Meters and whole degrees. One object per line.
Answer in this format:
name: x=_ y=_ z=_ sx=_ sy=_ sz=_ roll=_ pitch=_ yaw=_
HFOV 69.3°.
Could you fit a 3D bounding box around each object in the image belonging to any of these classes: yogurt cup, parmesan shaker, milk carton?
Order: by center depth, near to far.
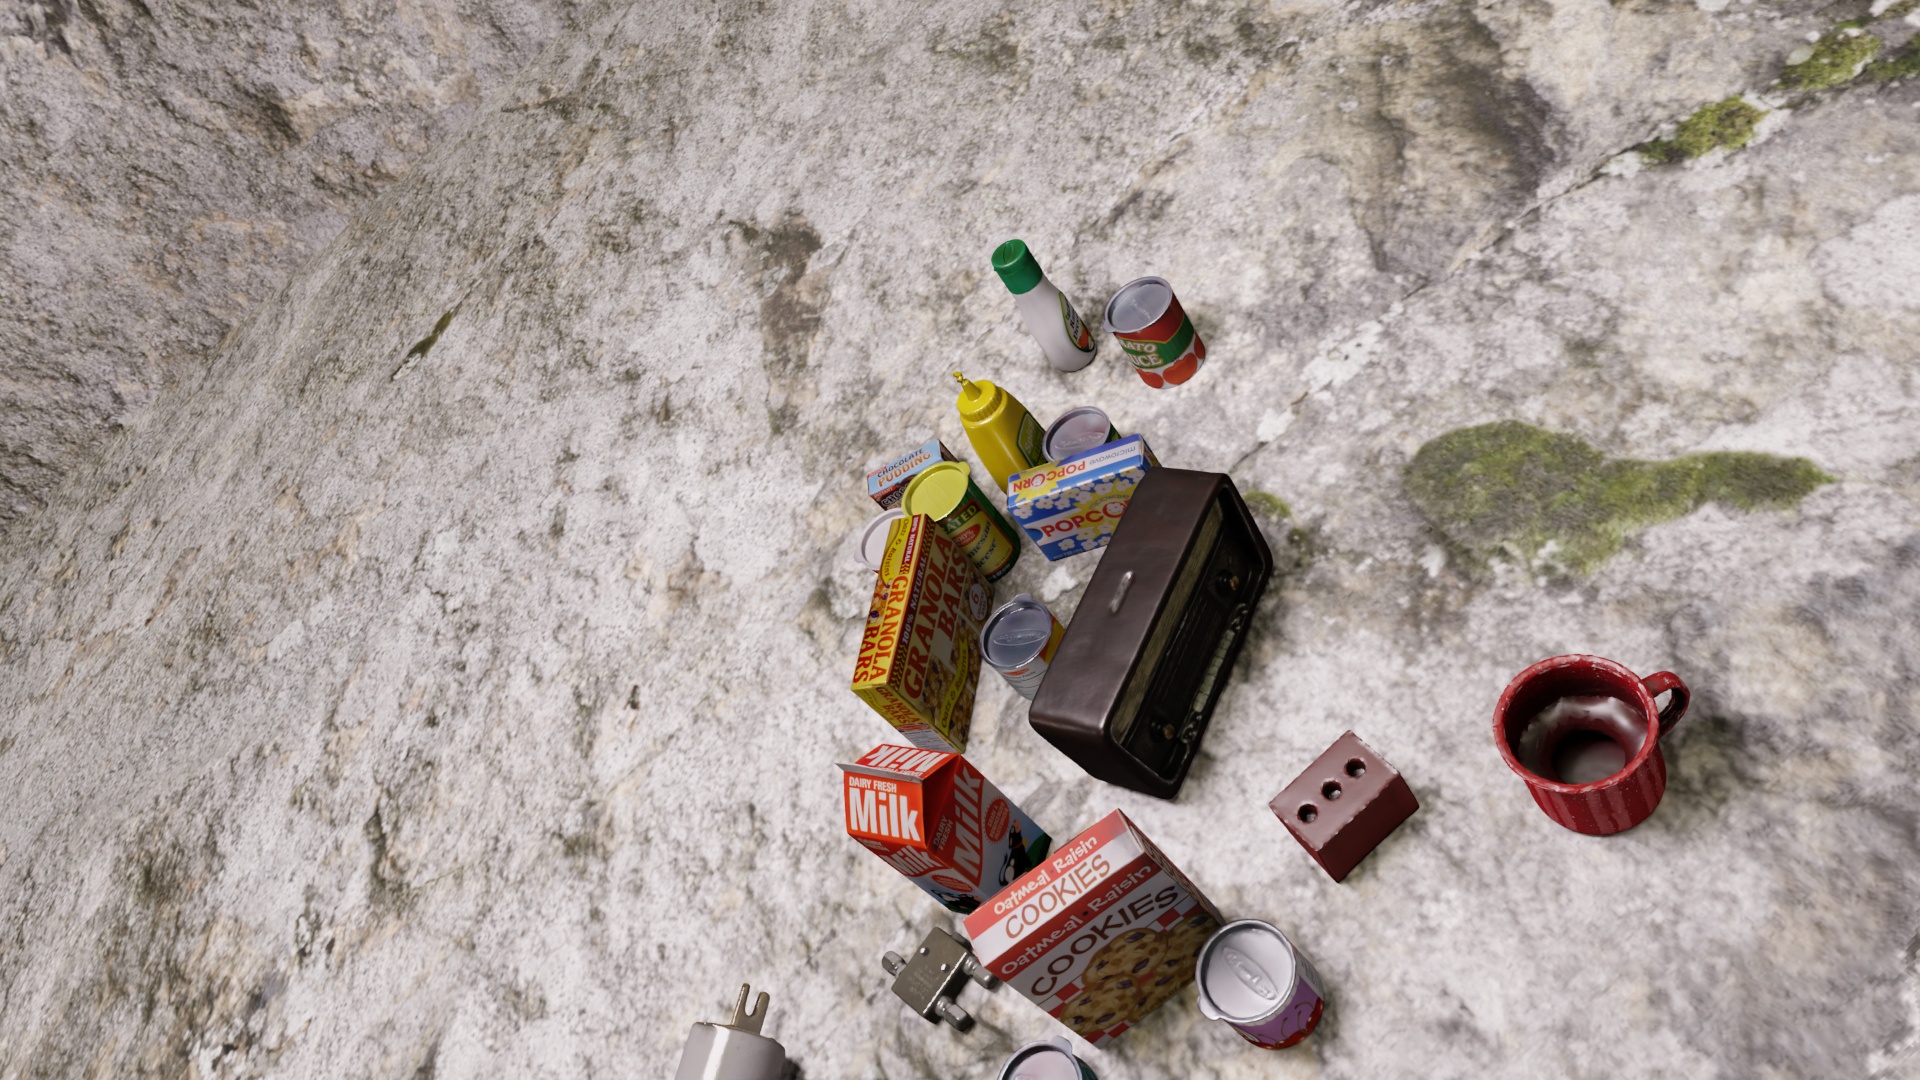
milk carton: x=-0.014 y=0.205 z=1.002 sx=0.072 sy=0.190 sz=0.074 roll=0 pitch=57 yaw=36
parmesan shaker: x=0.004 y=-0.015 z=1.233 sx=0.071 sy=0.102 sz=0.072 roll=-19 pitch=47 yaw=22
yogurt cup: x=-0.053 y=0.011 z=1.289 sx=0.072 sy=0.053 sz=0.073 roll=-19 pitch=47 yaw=22

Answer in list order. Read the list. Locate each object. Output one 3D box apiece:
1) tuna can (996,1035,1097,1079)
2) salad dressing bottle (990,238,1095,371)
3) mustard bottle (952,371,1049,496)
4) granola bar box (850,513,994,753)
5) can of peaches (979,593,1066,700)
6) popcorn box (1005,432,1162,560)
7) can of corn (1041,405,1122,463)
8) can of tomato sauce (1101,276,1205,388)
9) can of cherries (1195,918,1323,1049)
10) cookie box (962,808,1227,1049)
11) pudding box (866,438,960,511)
tuna can: x=0.060 y=0.370 z=0.929 sx=0.071 sy=0.032 sz=0.071 roll=-19 pitch=47 yaw=22
salad dressing bottle: x=0.078 y=-0.222 z=1.317 sx=0.044 sy=0.147 sz=0.064 roll=-17 pitch=48 yaw=24
mustard bottle: x=0.037 y=-0.097 z=1.235 sx=0.049 sy=0.159 sz=0.065 roll=-6 pitch=53 yaw=32
granola bar box: x=-0.027 y=0.079 z=1.163 sx=0.039 sy=0.124 sz=0.166 roll=-10 pitch=51 yaw=30
can of peaches: x=0.059 y=0.088 z=1.143 sx=0.071 sy=0.058 sz=0.071 roll=-19 pitch=47 yaw=22
popcorn box: x=0.114 y=-0.035 z=1.184 sx=0.126 sy=0.085 sz=0.038 roll=-18 pitch=48 yaw=24
can of corn: x=0.114 y=-0.074 z=1.236 sx=0.071 sy=0.058 sz=0.071 roll=-19 pitch=47 yaw=22
can of tomato sauce: x=0.177 y=-0.187 z=1.265 sx=0.071 sy=0.083 sz=0.071 roll=-19 pitch=47 yaw=22
can of cherries: x=0.190 y=0.285 z=0.887 sx=0.071 sy=0.058 sz=0.072 roll=-19 pitch=47 yaw=22
cookie box: x=0.094 y=0.254 z=0.900 sx=0.123 sy=0.167 sz=0.040 roll=-37 pitch=43 yaw=5
pudding box: x=-0.043 y=-0.059 z=1.342 sx=0.083 sy=0.049 sz=0.030 roll=-26 pitch=45 yaw=17
